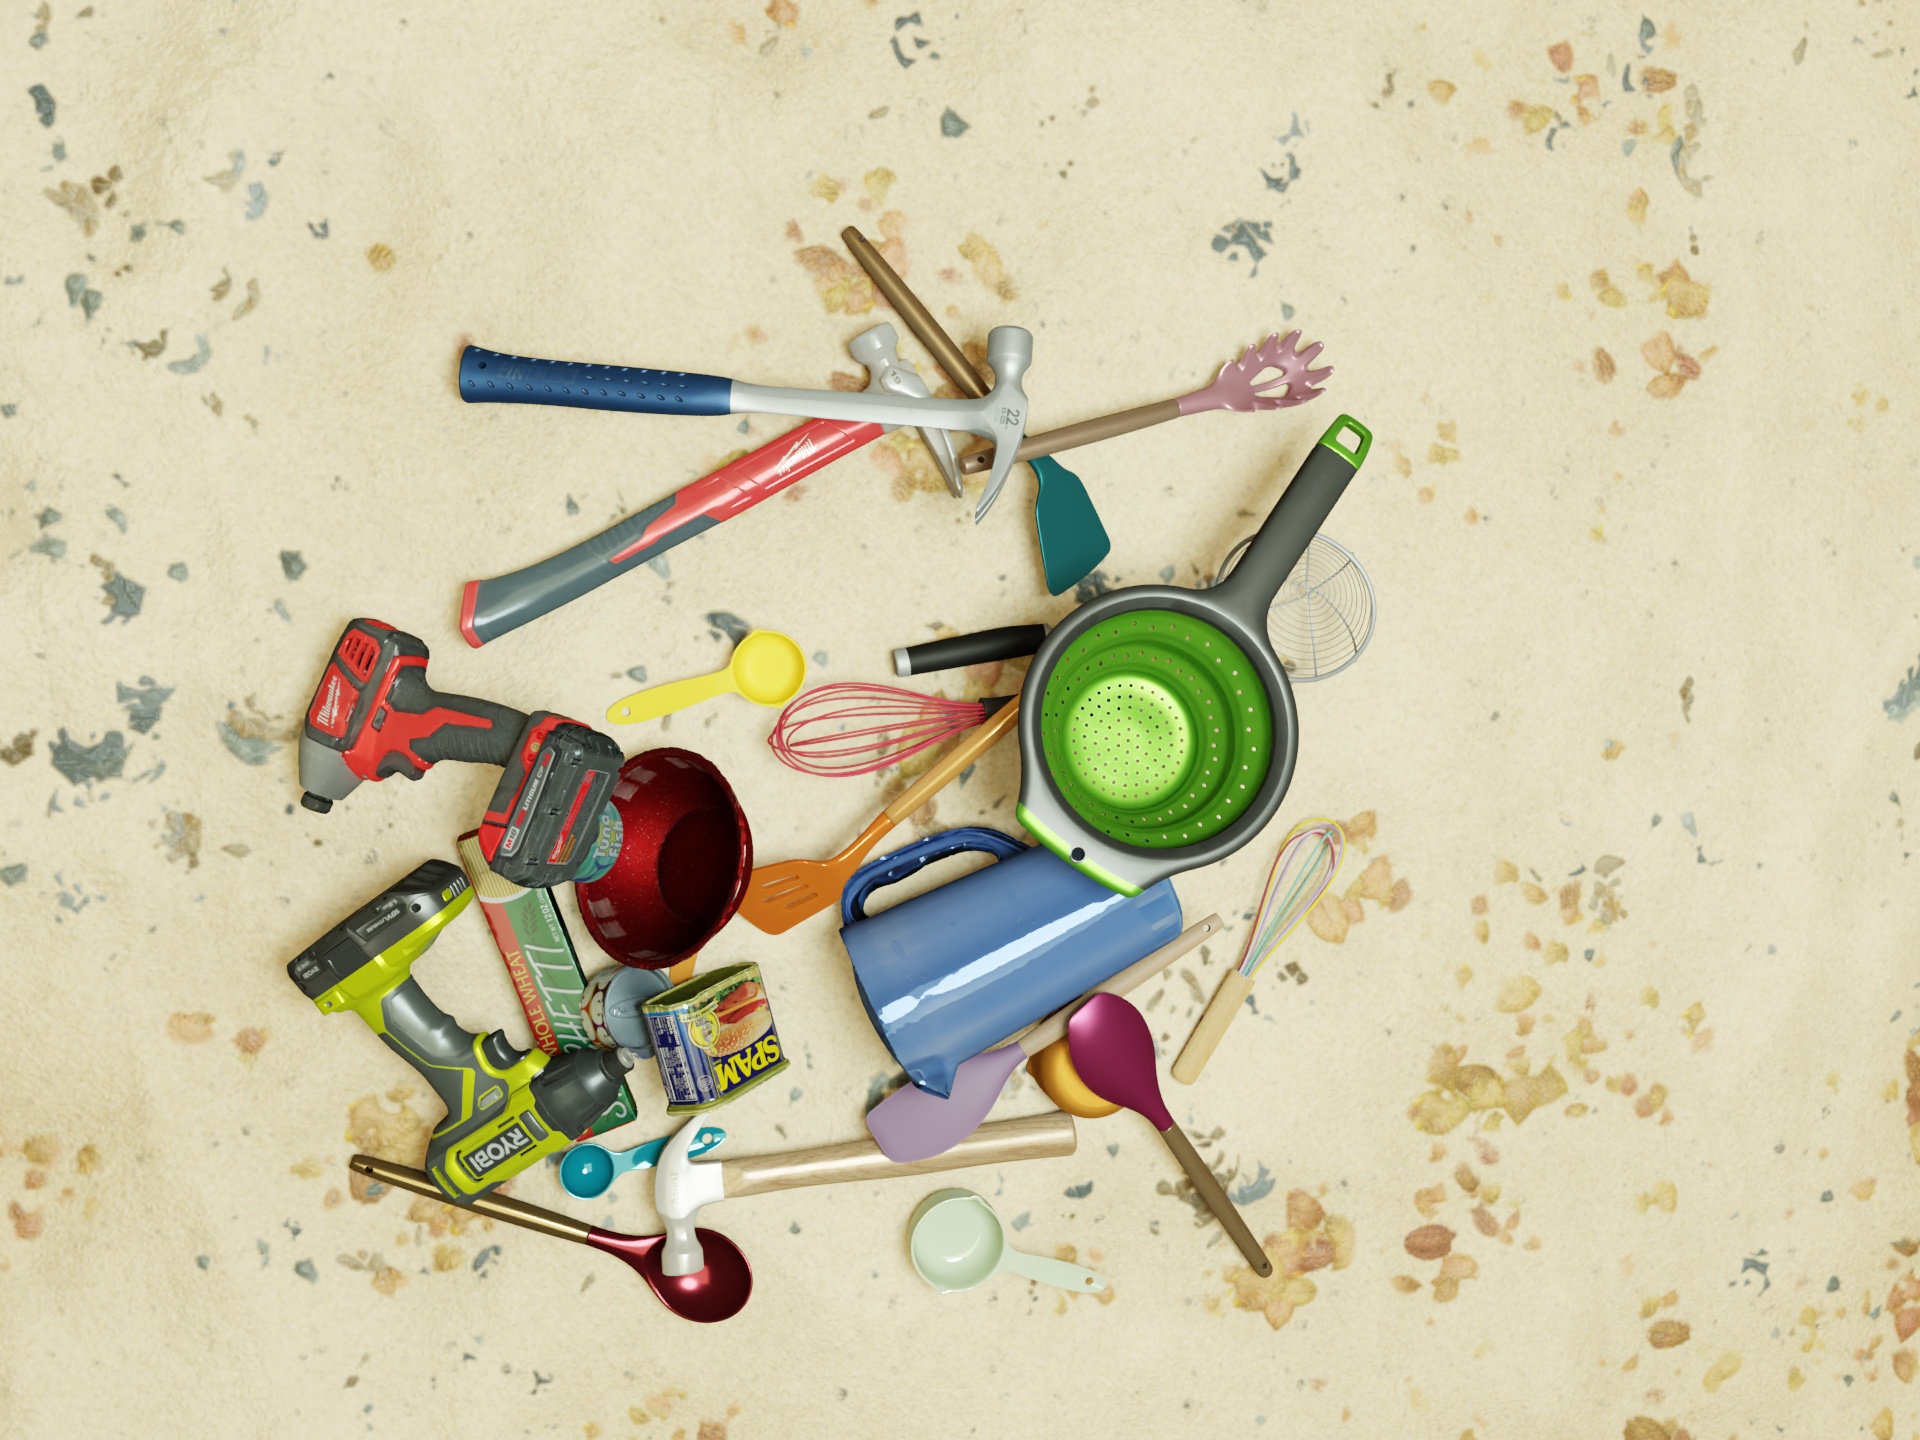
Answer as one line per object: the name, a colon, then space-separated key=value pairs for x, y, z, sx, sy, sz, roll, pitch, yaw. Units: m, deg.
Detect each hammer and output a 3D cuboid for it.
hammer: x=-0.154 y=-0.227 z=1.143 sx=0.405 sy=0.035 sz=0.144 roll=5 pitch=79 yaw=0
hammer: x=-0.071 y=0.339 z=1.237 sx=0.331 sy=0.031 sz=0.130 roll=-4 pitch=83 yaw=-14
hammer: x=-0.187 y=-0.145 z=1.183 sx=0.386 sy=0.038 sz=0.143 roll=-30 pitch=101 yaw=-7

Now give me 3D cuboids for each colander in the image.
colander: x=0.179 y=-0.056 z=1.171 sx=0.204 sy=0.094 sz=0.397 roll=35 pitch=78 yaw=-4

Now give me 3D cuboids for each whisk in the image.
whisk: x=0.239 y=0.186 z=1.291 sx=0.047 sy=0.051 sz=0.245 roll=31 pitch=93 yaw=9
whisk: x=-0.002 y=-0.004 z=1.219 sx=0.295 sy=0.073 sz=0.073 roll=-7 pitch=96 yaw=-15

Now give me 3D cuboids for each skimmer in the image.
skimmer: x=0.132 y=-0.067 z=1.220 sx=0.363 sy=0.090 sz=0.127 roll=-10 pitch=112 yaw=-8

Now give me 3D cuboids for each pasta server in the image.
pasta server: x=0.143 y=-0.235 z=1.211 sx=0.316 sy=0.040 sz=0.060 roll=-19 pitch=83 yaw=-20

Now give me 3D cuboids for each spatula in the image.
spatula: x=0.070 y=0.241 z=1.226 sx=0.316 sy=0.018 sz=0.060 roll=-34 pitch=84 yaw=-2
spatula: x=-0.038 y=0.052 z=1.193 sx=0.322 sy=0.041 sz=0.080 roll=-40 pitch=130 yaw=1
spatula: x=0.008 y=-0.242 z=1.212 sx=0.317 sy=0.044 sz=0.082 roll=51 pitch=55 yaw=-3

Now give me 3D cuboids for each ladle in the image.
ladle: x=-0.308 y=0.384 z=1.207 sx=0.315 sy=0.031 sz=0.069 roll=21 pitch=83 yaw=-10

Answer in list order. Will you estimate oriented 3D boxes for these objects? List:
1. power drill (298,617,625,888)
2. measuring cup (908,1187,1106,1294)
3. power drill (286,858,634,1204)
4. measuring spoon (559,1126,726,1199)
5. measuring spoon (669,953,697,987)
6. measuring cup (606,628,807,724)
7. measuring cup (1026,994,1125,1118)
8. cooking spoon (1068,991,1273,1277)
power drill: x=-0.362 y=0.030 z=1.116 sx=0.220 sy=0.078 sz=0.143 roll=23 pitch=89 yaw=13
measuring cup: x=0.037 y=0.424 z=1.270 sx=0.167 sy=0.038 sz=0.083 roll=20 pitch=91 yaw=-13
power drill: x=-0.355 y=0.219 z=1.143 sx=0.171 sy=0.080 sz=0.223 roll=-34 pitch=99 yaw=12
measuring spoon: x=-0.244 y=0.334 z=1.223 sx=0.128 sy=0.021 sz=0.042 roll=-11 pitch=89 yaw=-19
measuring spoon: x=-0.212 y=0.184 z=1.216 sx=0.021 sy=0.011 sz=0.117 roll=10 pitch=92 yaw=-11
measuring cup: x=-0.191 y=-0.026 z=1.203 sx=0.156 sy=0.029 sz=0.062 roll=-17 pitch=96 yaw=3
measuring cup: x=0.094 y=0.230 z=1.256 sx=0.095 sy=0.052 sz=0.173 roll=-13 pitch=98 yaw=-9
cooking spoon: x=0.175 y=0.337 z=1.262 sx=0.069 sy=0.017 sz=0.318 roll=-40 pitch=114 yaw=-15
